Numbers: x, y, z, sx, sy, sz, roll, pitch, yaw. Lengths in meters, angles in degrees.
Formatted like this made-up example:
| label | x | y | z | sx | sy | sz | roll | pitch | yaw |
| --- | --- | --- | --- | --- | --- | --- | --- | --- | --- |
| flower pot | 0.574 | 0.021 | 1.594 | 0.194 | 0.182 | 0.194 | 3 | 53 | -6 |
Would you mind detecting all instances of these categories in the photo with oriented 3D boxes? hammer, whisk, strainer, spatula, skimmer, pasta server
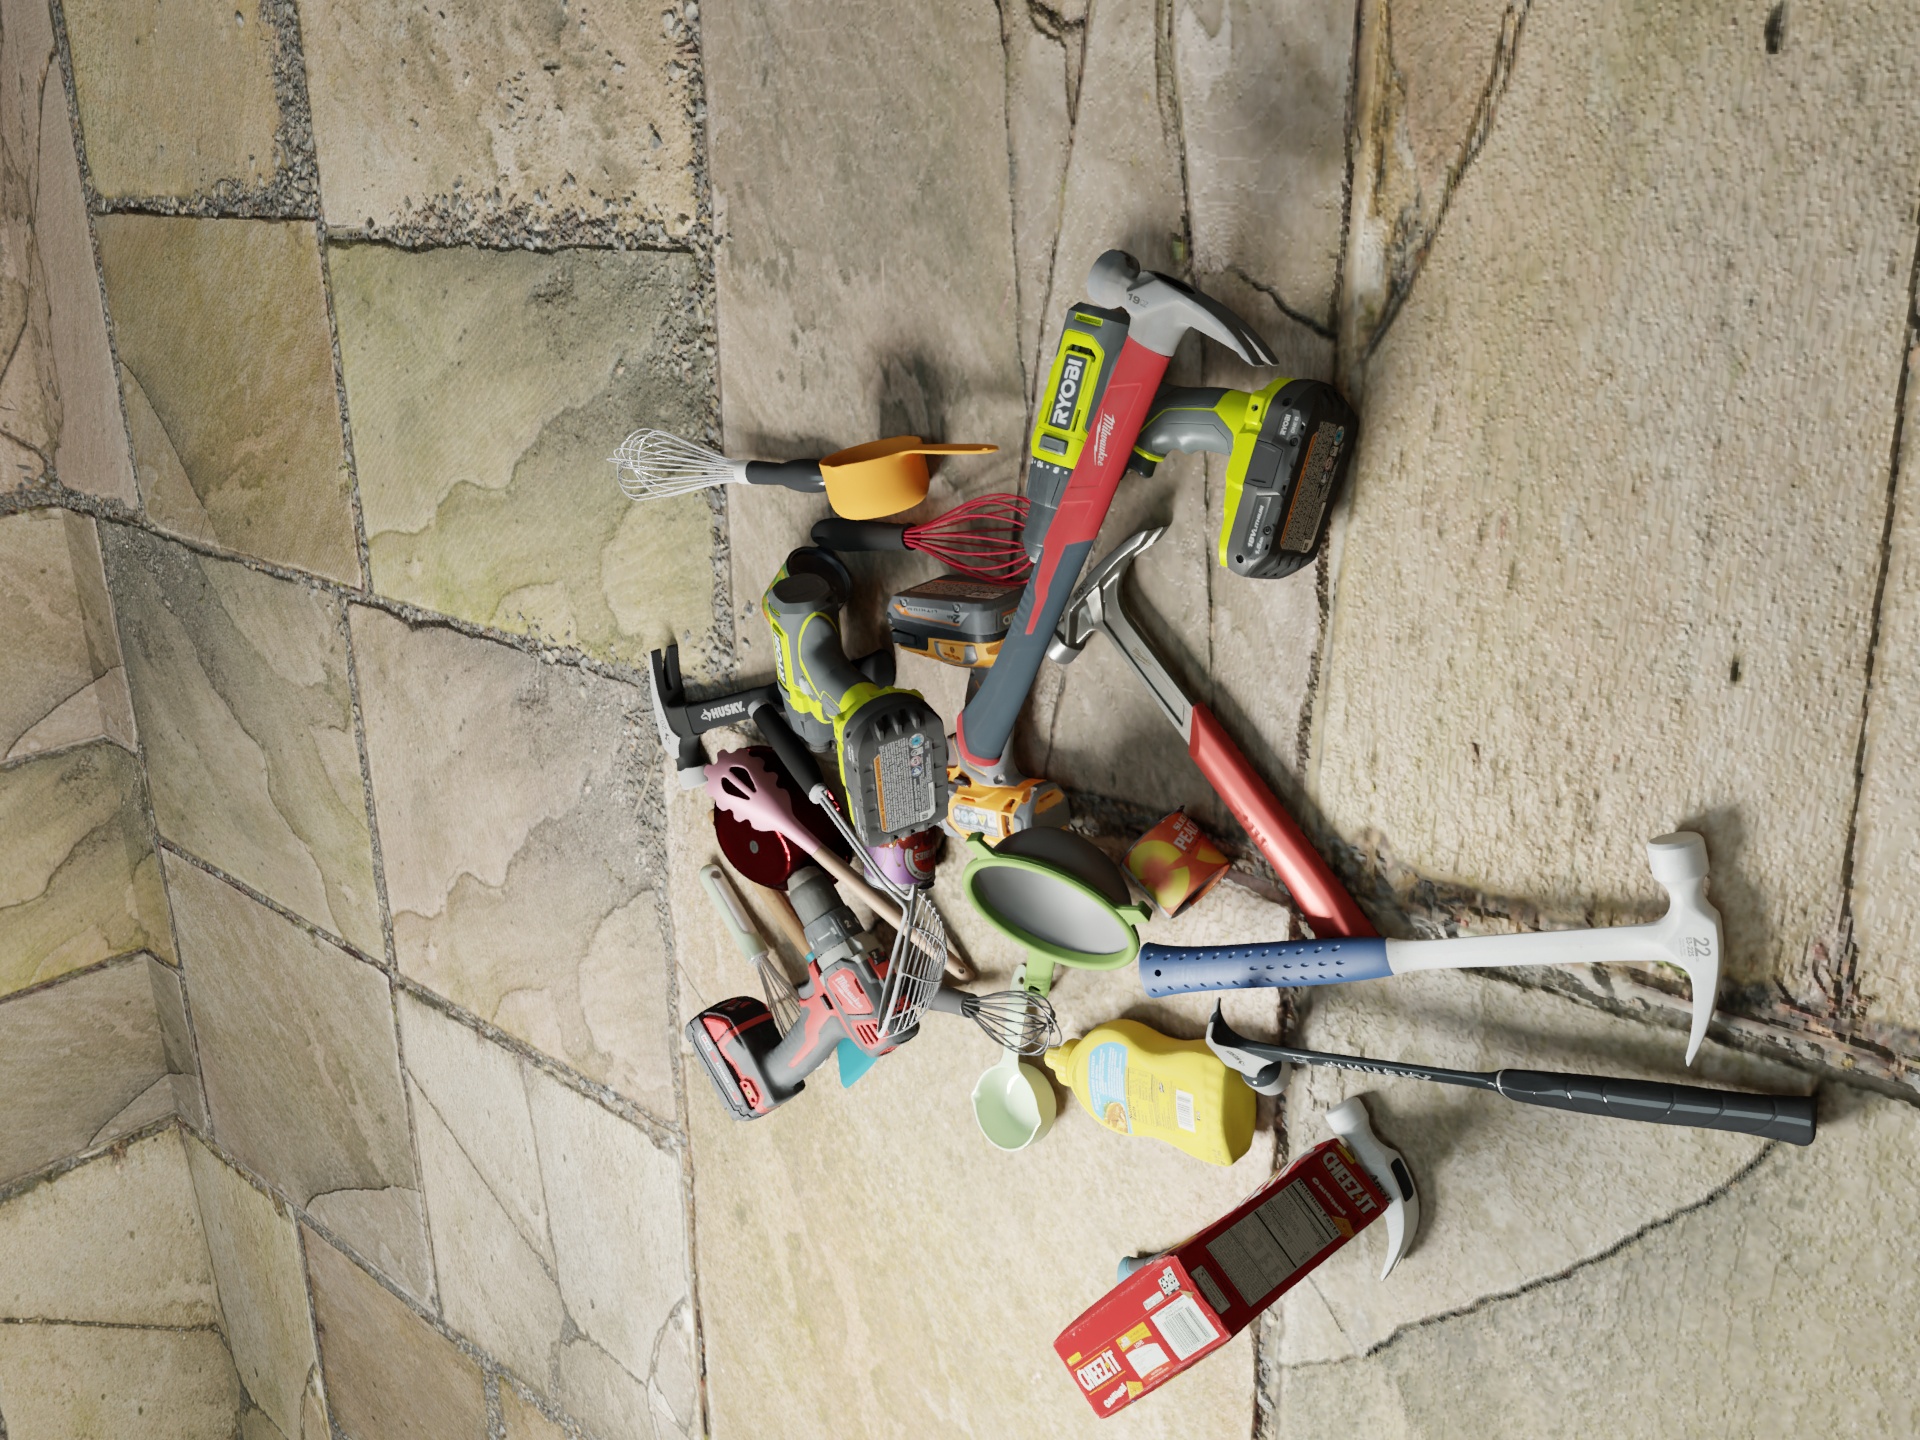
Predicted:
| label | x | y | z | sx | sy | sz | roll | pitch | yaw |
| --- | --- | --- | --- | --- | --- | --- | --- | --- | --- |
| hammer | 0.239 | 0.420 | 1.300 | 0.331 | 0.033 | 0.128 | -42 | 75 | 42 |
| whisk | 0.010 | 0.257 | 1.425 | 0.239 | 0.055 | 0.055 | 2 | 106 | 55 |
| hammer | 0.204 | 0.030 | 1.192 | 0.359 | 0.036 | 0.149 | 54 | 132 | 14 |
| whisk | -0.029 | -0.153 | 1.326 | 0.296 | 0.073 | 0.073 | 8 | 110 | 46 |
| hammer | 0.310 | 0.169 | 1.102 | 0.405 | 0.035 | 0.144 | -10 | 95 | 35 |
| strainer | 0.080 | 0.157 | 1.306 | 0.151 | 0.069 | 0.256 | 22 | 151 | 11 |
| hammer | 0.358 | 0.244 | 1.089 | 0.409 | 0.149 | 0.036 | -1 | 63 | 36 |
| hammer | 0.088 | -0.119 | 1.117 | 0.143 | 0.038 | 0.386 | 40 | 124 | 29 |
| spatula | -0.170 | 0.214 | 1.590 | 0.318 | 0.044 | 0.082 | 52 | 125 | 18 |
| whisk | -0.202 | 0.249 | 1.630 | 0.246 | 0.057 | 0.059 | 56 | 132 | 19 |
| whisk | -0.222 | -0.231 | 1.477 | 0.285 | 0.070 | 0.070 | 10 | 111 | 35 |
| hammer | -0.185 | -0.025 | 1.527 | 0.335 | 0.035 | 0.146 | -12 | 97 | 44 |
| skimmer | -0.118 | 0.112 | 1.384 | 0.364 | 0.090 | 0.127 | 51 | 142 | 32 |
| pasta server | -0.111 | 0.136 | 1.465 | 0.316 | 0.040 | 0.060 | 40 | 86 | 1 |

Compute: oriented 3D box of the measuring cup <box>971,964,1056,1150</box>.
| label | x | y | z | sx | sy | sz | roll | pitch | yaw |
| --- | --- | --- | --- | --- | --- | --- | --- | --- | --- |
| measuring cup | 0.057 | 0.301 | 1.429 | 0.083 | 0.038 | 0.167 | 8 | 93 | 42 |

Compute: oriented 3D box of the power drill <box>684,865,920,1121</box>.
| label | x | y | z | sx | sy | sz | roll | pitch | yaw |
| --- | --- | --- | --- | --- | --- | --- | --- | --- | --- |
| power drill | -0.159 | 0.262 | 1.516 | 0.226 | 0.080 | 0.188 | -37 | 78 | 30 |

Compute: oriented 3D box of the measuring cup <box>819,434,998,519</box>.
| label | x | y | z | sx | sy | sz | roll | pitch | yaw |
| --- | --- | --- | --- | --- | --- | --- | --- | --- | --- |
| measuring cup | -0.036 | -0.197 | 1.297 | 0.174 | 0.095 | 0.052 | 5 | 117 | 37 |

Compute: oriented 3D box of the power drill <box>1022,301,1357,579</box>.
| label | x | y | z | sx | sy | sz | roll | pitch | yaw |
| --- | --- | --- | --- | --- | --- | --- | --- | --- | --- |
| power drill | 0.146 | -0.179 | 1.127 | 0.229 | 0.080 | 0.190 | 25 | 107 | 35 |

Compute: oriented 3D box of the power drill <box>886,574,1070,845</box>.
| label | x | y | z | sx | sy | sz | roll | pitch | yaw |
| --- | --- | --- | --- | --- | --- | --- | --- | --- | --- |
| power drill | -0.002 | -0.004 | 1.341 | 0.185 | 0.084 | 0.226 | 9 | 115 | 42 |

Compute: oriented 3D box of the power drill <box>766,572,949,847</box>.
| label | x | y | z | sx | sy | sz | roll | pitch | yaw |
| --- | --- | --- | --- | --- | --- | --- | --- | --- | --- |
| power drill | -0.093 | -0.001 | 1.334 | 0.223 | 0.080 | 0.171 | 49 | 151 | 47 |
